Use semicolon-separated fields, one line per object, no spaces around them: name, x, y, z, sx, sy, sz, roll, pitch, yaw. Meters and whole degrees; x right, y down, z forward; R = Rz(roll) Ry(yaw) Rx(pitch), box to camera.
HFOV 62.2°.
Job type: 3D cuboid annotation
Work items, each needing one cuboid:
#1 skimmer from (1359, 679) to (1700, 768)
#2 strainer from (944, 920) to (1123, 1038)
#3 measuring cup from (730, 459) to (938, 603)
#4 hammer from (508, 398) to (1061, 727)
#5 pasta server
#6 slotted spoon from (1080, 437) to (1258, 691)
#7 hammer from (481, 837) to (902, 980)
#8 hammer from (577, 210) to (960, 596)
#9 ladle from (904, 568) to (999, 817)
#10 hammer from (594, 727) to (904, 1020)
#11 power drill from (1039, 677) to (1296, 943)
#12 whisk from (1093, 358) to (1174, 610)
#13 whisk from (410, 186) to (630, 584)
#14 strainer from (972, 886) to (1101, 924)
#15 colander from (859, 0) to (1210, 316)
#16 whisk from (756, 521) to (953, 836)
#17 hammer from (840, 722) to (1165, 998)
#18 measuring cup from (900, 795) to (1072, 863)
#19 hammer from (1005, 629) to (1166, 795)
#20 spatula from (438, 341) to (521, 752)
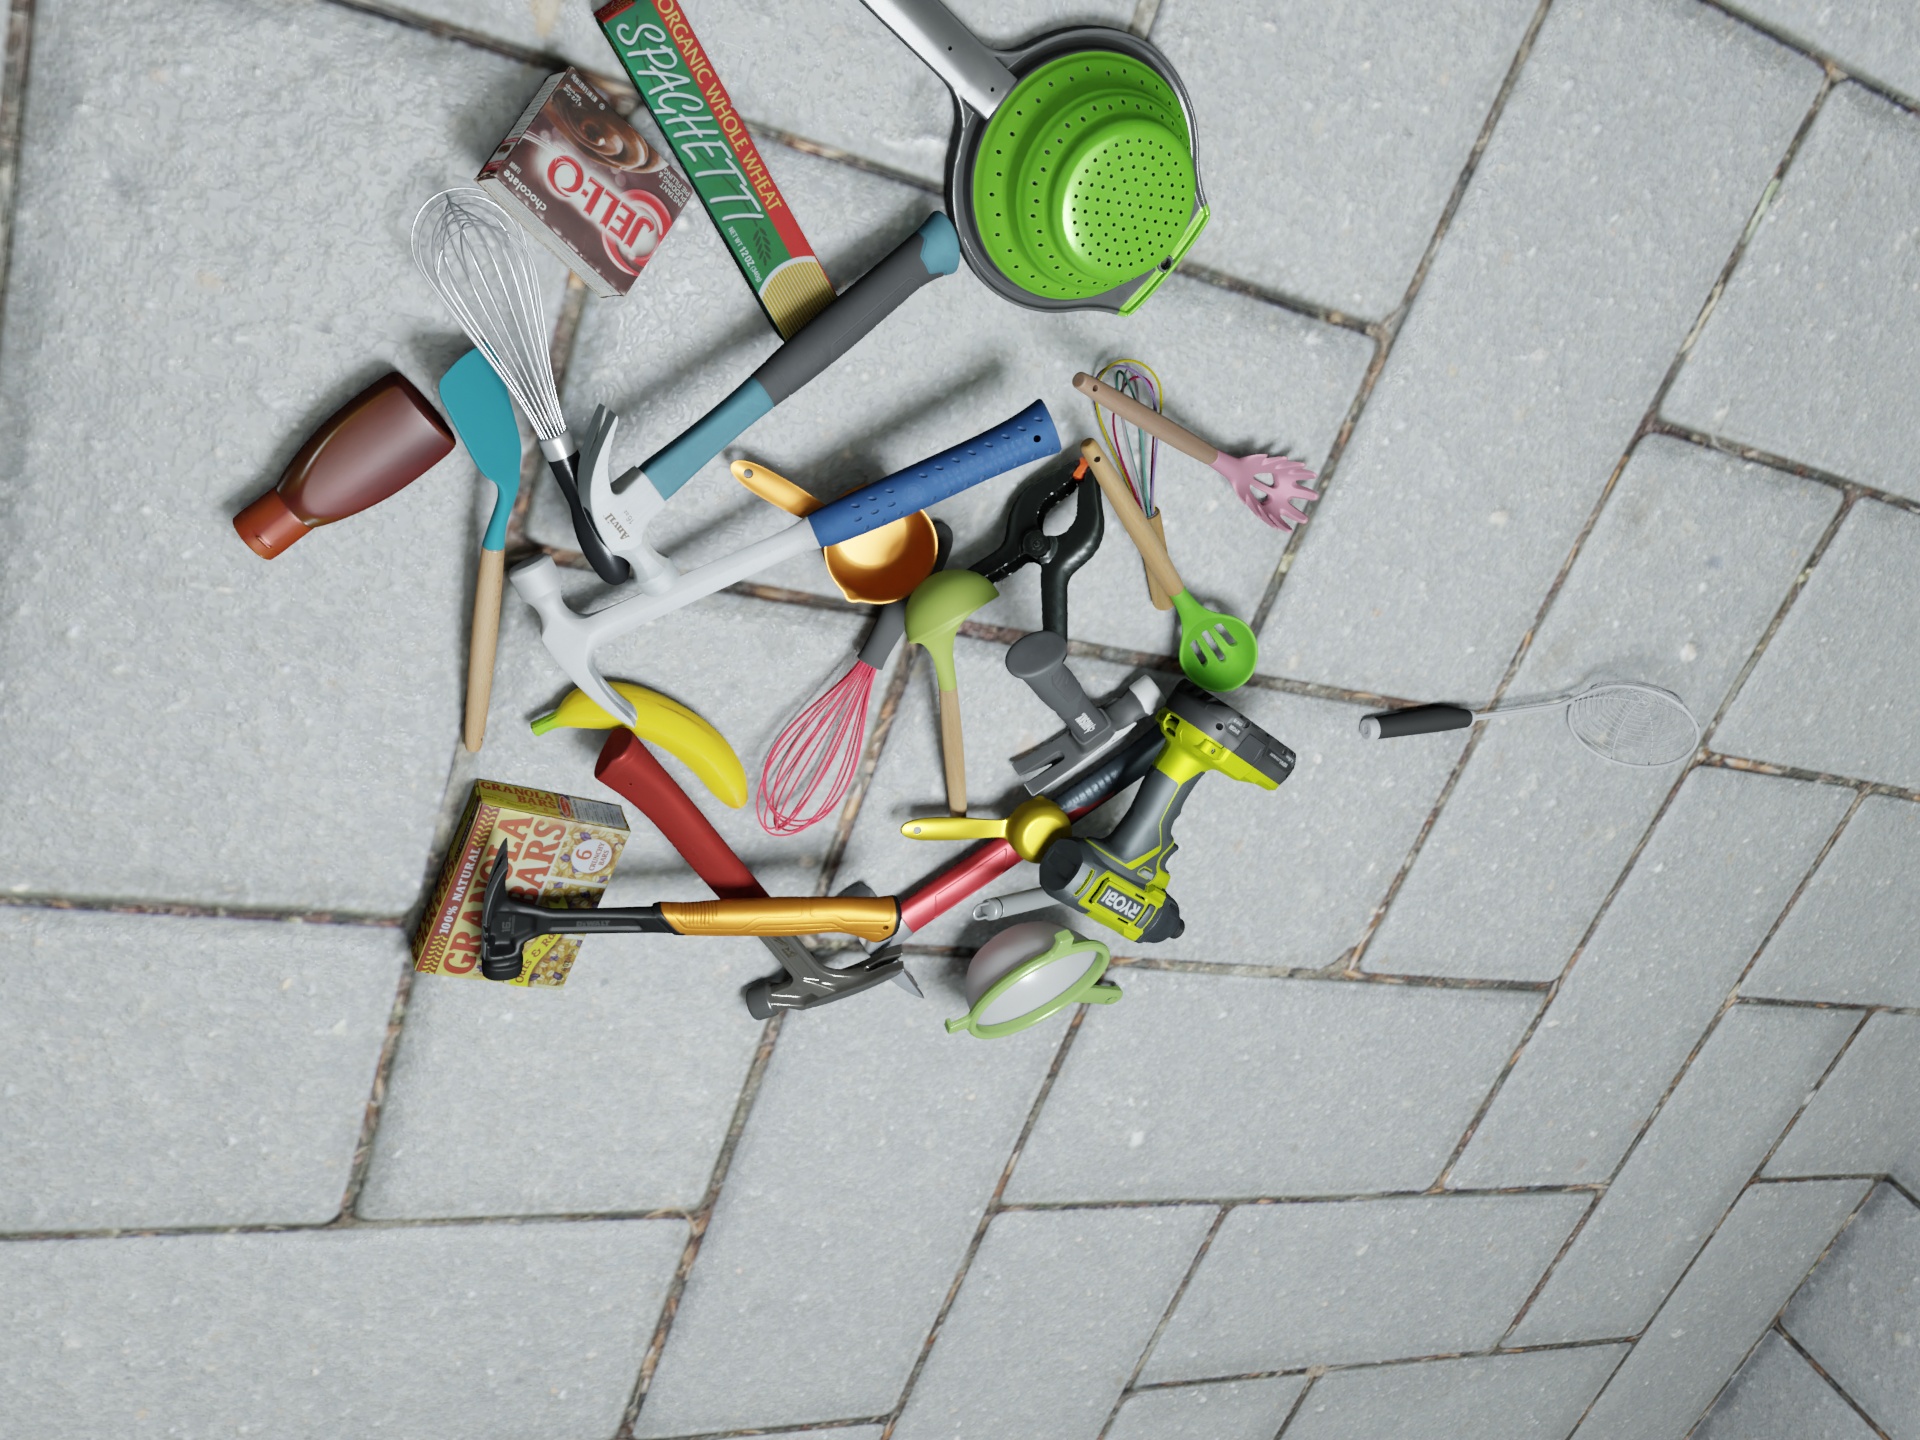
skimmer;0.576;0.017;1.610;0.363;0.090;0.127;-6;154;-19
strainer;0.086;0.239;1.532;0.151;0.069;0.256;-40;153;16
measuring cup;-0.100;-0.158;1.213;0.173;0.052;0.095;28;105;-20
hammer;-0.116;-0.130;1.173;0.405;0.035;0.144;-24;113;1
pasta server;0.192;-0.218;1.273;0.316;0.040;0.060;16;100;-48
slotted spoon;0.172;-0.127;1.332;0.070;0.031;0.313;-34;133;7
hammer;-0.209;0.153;1.281;0.336;0.034;0.127;2;127;-19
hammer;-0.127;-0.236;1.104;0.331;0.033;0.128;-42;131;-9
ladle;-0.002;-0.004;1.306;0.078;0.062;0.319;-29;144;-19
hammer;-0.183;0.129;1.322;0.149;0.037;0.358;-21;132;11
power drill;0.190;0.090;1.416;0.171;0.080;0.223;31;96;-38
whisk;0.155;-0.190;1.314;0.047;0.051;0.244;-29;131;-13
whisk;-0.283;-0.213;1.061;0.070;0.070;0.284;-24;121;-10
strainer;0.096;0.153;1.447;0.258;0.050;0.087;-6;109;-48
colander;0.044;-0.414;1.085;0.396;0.095;0.204;32;103;-36
whisk;-0.084;-0.030;1.295;0.073;0.073;0.296;23;102;-34
hammer;0.079;0.109;1.468;0.386;0.038;0.143;-34;129;-2
measuring cup;0.025;0.099;1.397;0.156;0.029;0.062;1;106;-19
hammer;0.082;-0.013;1.281;0.146;0.035;0.334;-36;164;5
spatula;-0.343;-0.106;1.128;0.044;0.082;0.317;17;124;0
